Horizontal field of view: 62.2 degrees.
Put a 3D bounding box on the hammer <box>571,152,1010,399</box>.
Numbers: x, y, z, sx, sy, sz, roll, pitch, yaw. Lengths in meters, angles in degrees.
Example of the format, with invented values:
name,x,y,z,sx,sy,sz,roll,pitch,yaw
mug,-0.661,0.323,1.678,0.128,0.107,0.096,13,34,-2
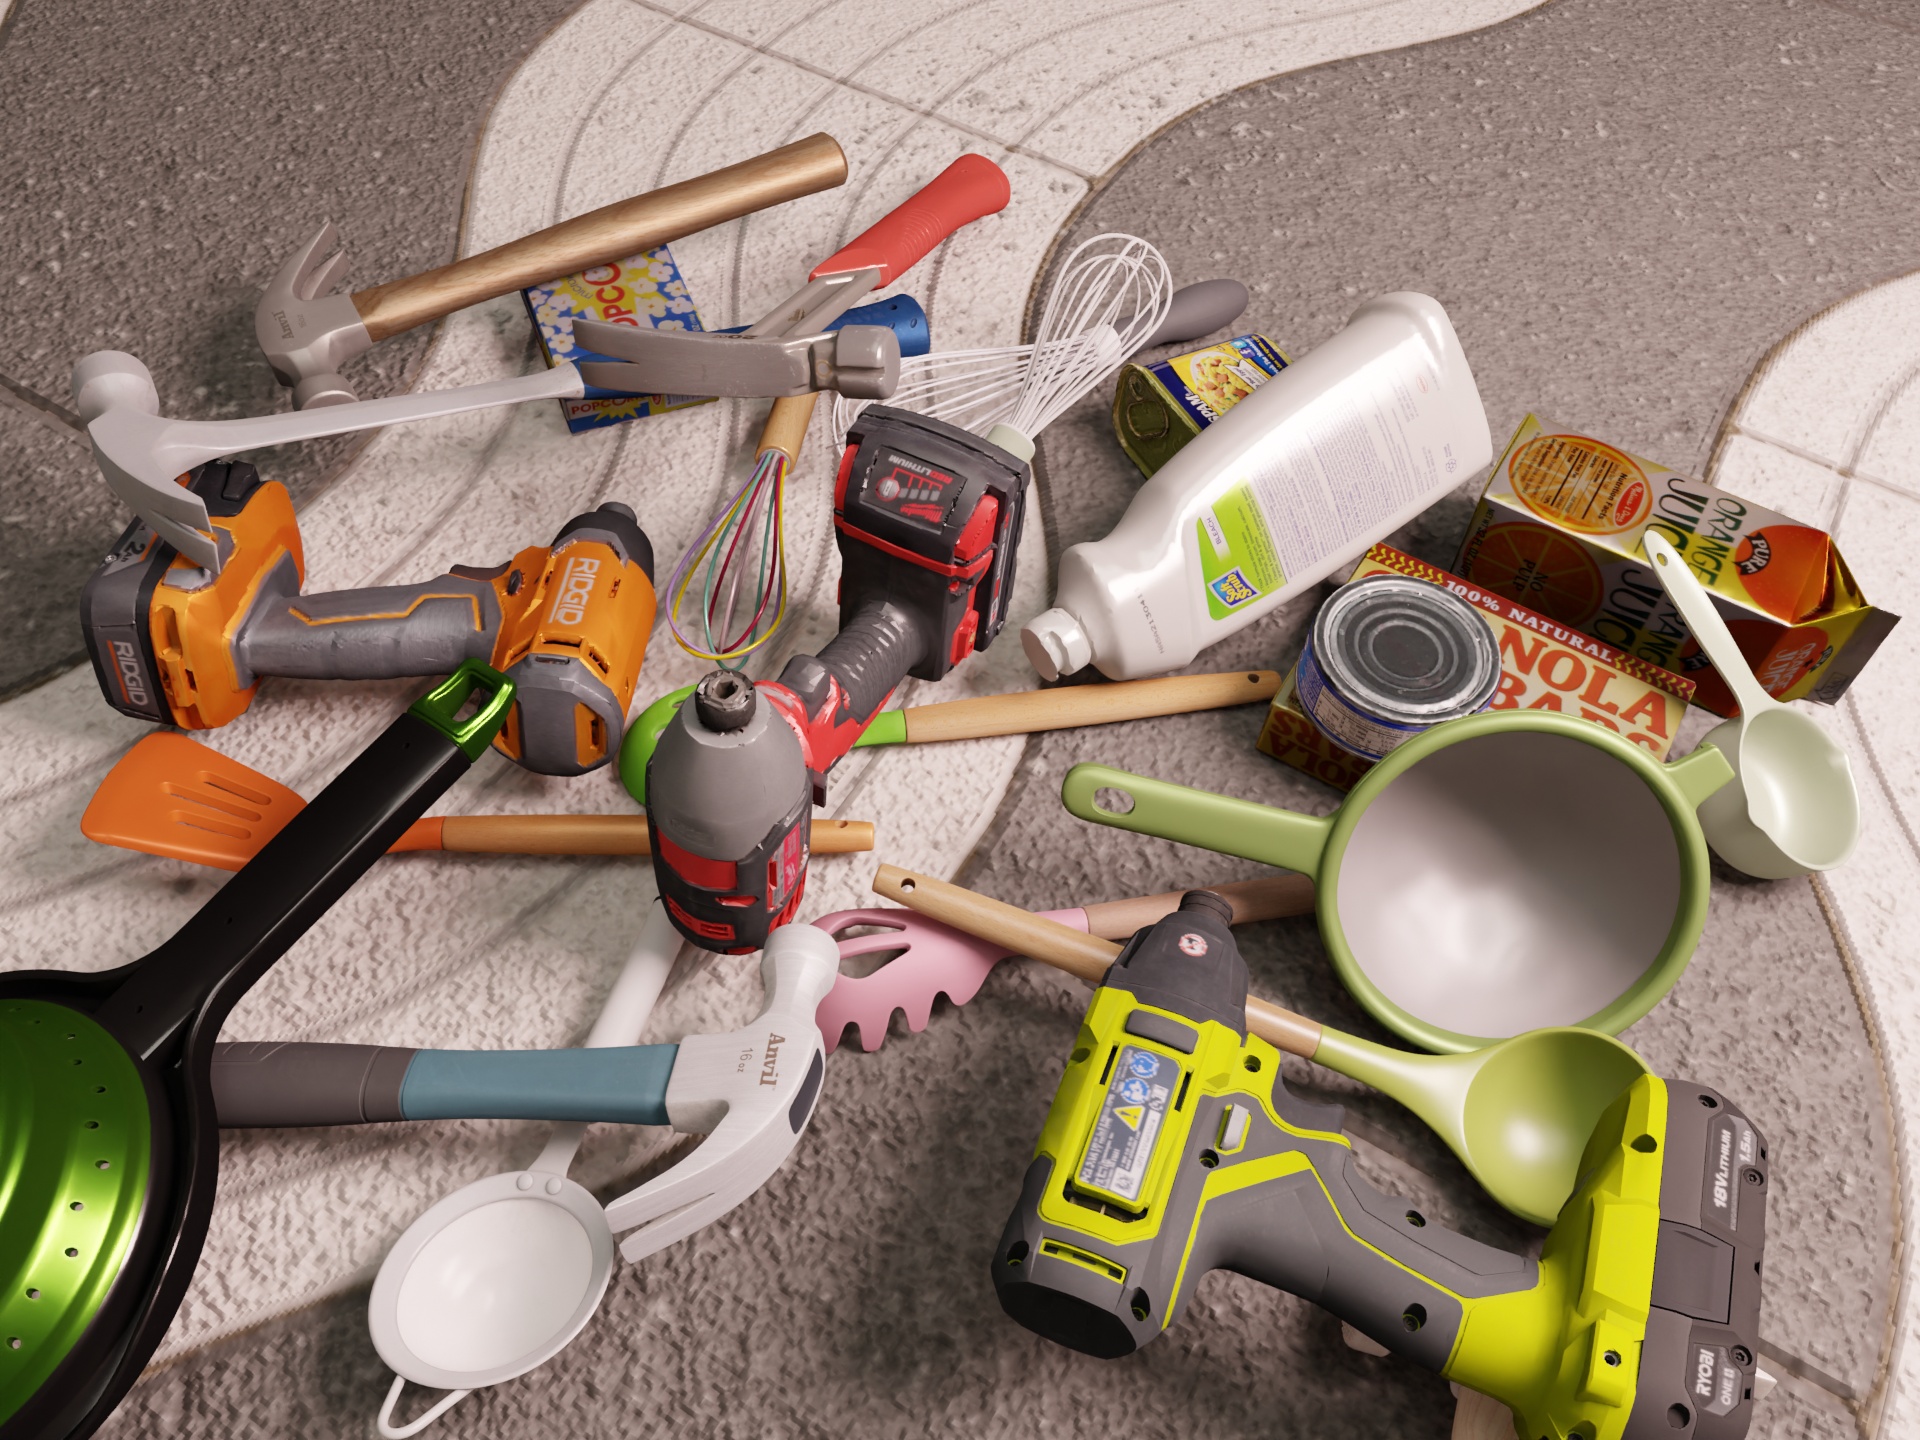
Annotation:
name,x,y,z,sx,sy,sz,roll,pitch,yaw
hammer,-0.054,-0.241,0.833,0.149,0.036,0.359,7,32,15

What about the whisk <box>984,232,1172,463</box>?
name,x,y,z,sx,sy,sz,roll,pitch,yaw
whisk,0.031,-0.149,0.804,0.059,0.058,0.246,34,77,0

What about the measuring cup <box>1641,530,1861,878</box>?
name,x,y,z,sx,sy,sz,roll,pitch,yaw
measuring cup,0.340,-0.006,0.716,0.083,0.038,0.168,-23,81,-32

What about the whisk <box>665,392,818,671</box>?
name,x,y,z,sx,sy,sz,roll,pitch,yaw
whisk,-0.096,-0.117,0.811,0.047,0.051,0.245,-17,42,28

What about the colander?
name,x,y,z,sx,sy,sz,roll,pitch,yaw
colander,-0.313,0.101,0.547,0.205,0.094,0.397,27,64,28

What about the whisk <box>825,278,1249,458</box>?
name,x,y,z,sx,sy,sz,roll,pitch,yaw
whisk,0.050,-0.194,0.870,0.284,0.070,0.070,-26,59,-26

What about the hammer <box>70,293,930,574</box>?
name,x,y,z,sx,sy,sz,roll,pitch,yaw
hammer,-0.195,-0.159,0.771,0.405,0.035,0.144,-16,46,-27

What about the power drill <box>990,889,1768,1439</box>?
name,x,y,z,sx,sy,sz,roll,pitch,yaw
power drill,0.142,0.154,0.539,0.223,0.080,0.171,17,52,13

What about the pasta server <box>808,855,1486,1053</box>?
name,x,y,z,sx,sy,sz,roll,pitch,yaw
pasta server,0.077,0.087,0.680,0.316,0.040,0.060,-7,54,-12

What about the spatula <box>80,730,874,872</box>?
name,x,y,z,sx,sy,sz,roll,pitch,yaw
spatula,-0.199,0.042,0.685,0.322,0.041,0.081,1,31,-2

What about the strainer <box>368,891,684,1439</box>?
name,x,y,z,sx,sy,sz,roll,pitch,yaw
strainer,-0.146,0.154,0.610,0.087,0.050,0.259,5,47,17

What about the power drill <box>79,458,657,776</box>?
name,x,y,z,sx,sy,sz,roll,pitch,yaw
power drill,-0.255,-0.057,0.733,0.226,0.084,0.164,7,42,-3

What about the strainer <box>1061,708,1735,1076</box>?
name,x,y,z,sx,sy,sz,roll,pitch,yaw
strainer,0.169,0.049,0.660,0.256,0.151,0.069,13,17,5

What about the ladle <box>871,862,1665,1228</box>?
name,x,y,z,sx,sy,sz,roll,pitch,yaw
ladle,0.116,0.114,0.620,0.320,0.062,0.078,20,71,4

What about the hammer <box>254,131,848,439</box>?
name,x,y,z,sx,sy,sz,roll,pitch,yaw
hammer,-0.216,-0.258,0.865,0.331,0.031,0.130,-25,59,-17

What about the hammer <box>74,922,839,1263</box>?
name,x,y,z,sx,sy,sz,roll,pitch,yaw
hammer,-0.215,0.134,0.592,0.331,0.033,0.128,-2,41,8

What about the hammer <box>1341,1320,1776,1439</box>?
name,x,y,z,sx,sy,sz,roll,pitch,yaw
hammer,0.169,0.336,0.428,0.146,0.038,0.411,14,39,7

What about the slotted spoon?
name,x,y,z,sx,sy,sz,roll,pitch,yaw
slotted spoon,-0.001,-0.002,0.740,0.313,0.031,0.070,-6,57,-9

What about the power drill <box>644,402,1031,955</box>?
name,x,y,z,sx,sy,sz,roll,pitch,yaw
power drill,-0.053,-0.023,0.648,0.078,0.143,0.220,23,54,12
